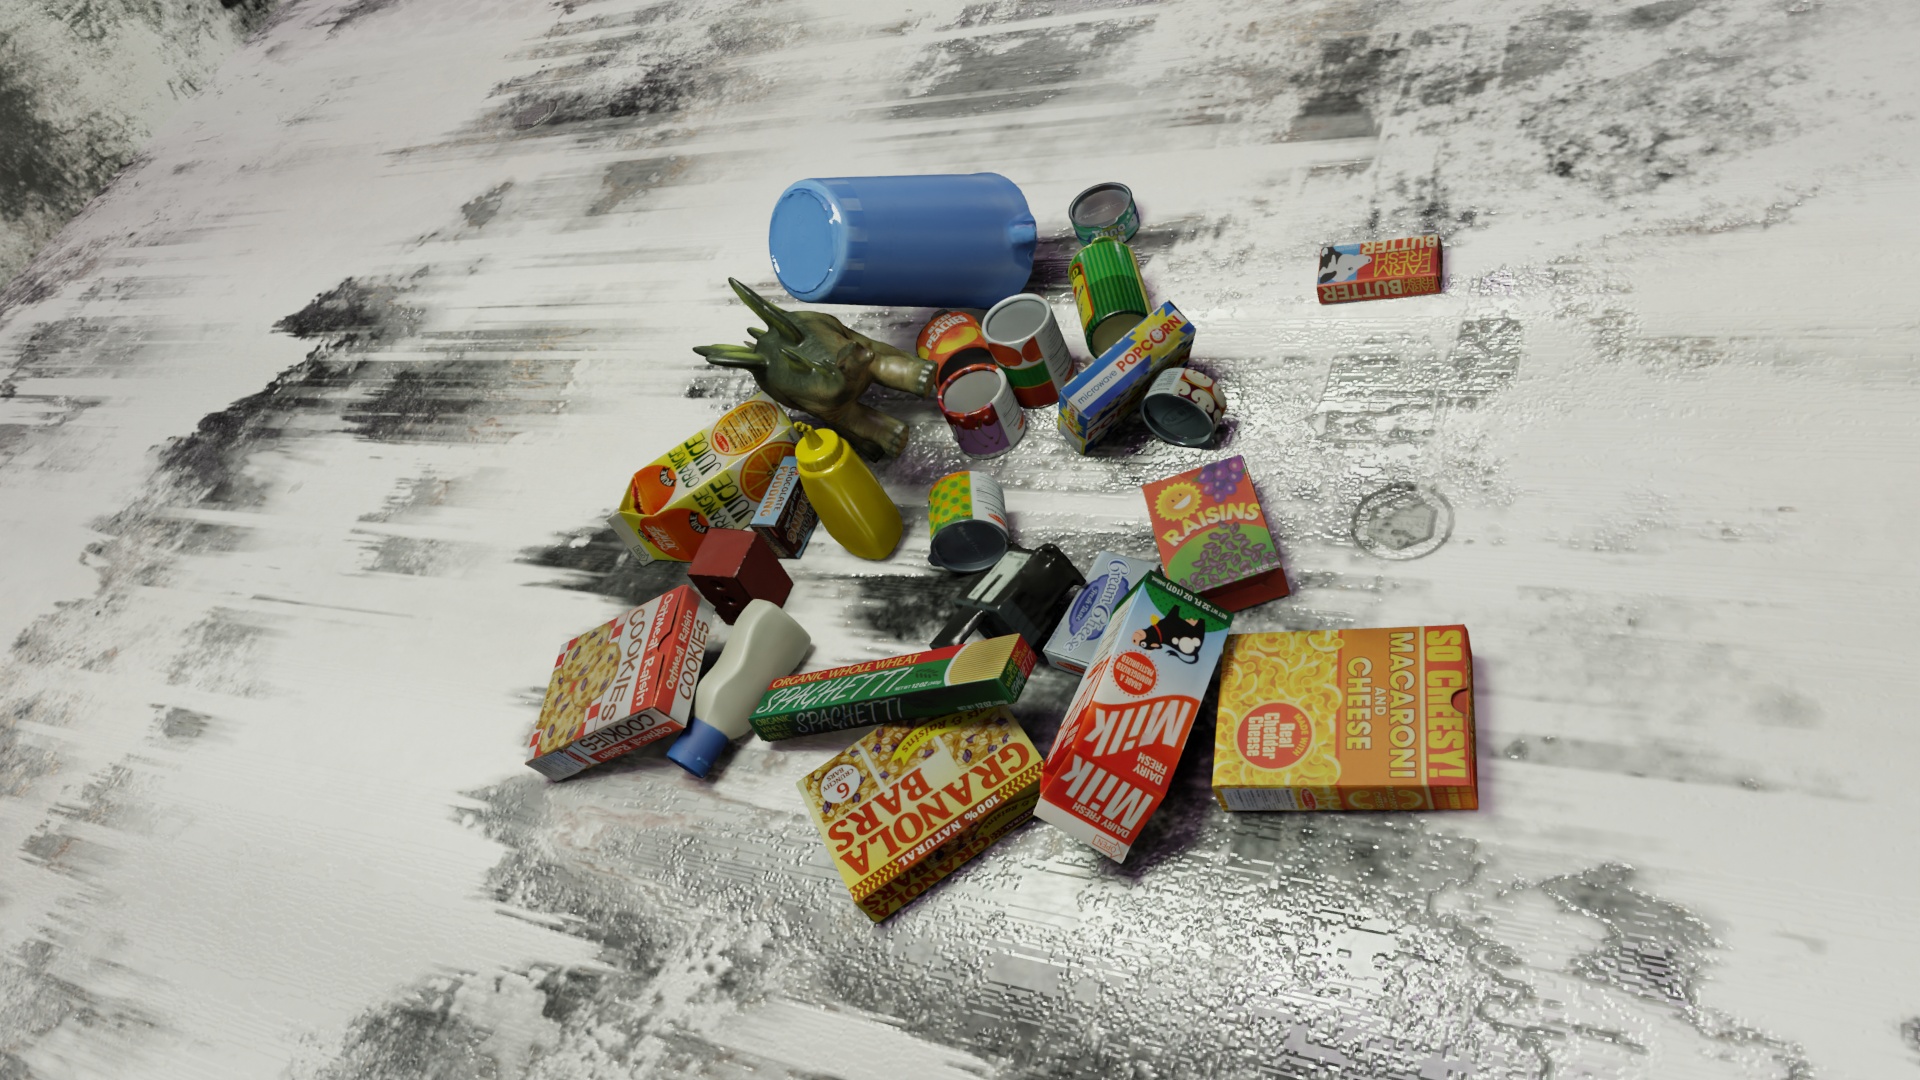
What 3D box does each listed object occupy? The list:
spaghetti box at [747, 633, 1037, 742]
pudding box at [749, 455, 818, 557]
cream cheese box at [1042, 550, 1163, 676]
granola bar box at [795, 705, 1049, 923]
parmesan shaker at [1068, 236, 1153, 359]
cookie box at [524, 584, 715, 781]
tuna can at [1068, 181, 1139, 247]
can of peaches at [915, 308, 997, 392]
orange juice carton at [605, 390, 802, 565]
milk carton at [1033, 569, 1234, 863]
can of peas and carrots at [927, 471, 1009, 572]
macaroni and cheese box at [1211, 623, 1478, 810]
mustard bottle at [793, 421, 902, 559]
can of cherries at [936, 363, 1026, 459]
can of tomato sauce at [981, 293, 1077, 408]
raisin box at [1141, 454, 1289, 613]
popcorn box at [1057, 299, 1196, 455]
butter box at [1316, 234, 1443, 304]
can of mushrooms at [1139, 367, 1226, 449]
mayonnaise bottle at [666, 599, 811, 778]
[{"bbox_3d":[-0.058,0.115,1.063,0.249,0.028,0.050,-13,30,34],"label":"spaghetti box"},{"bbox_3d":[-0.154,-0.030,1.264,0.030,0.049,0.084,2,53,30],"label":"pudding box"},{"bbox_3d":[0.112,0.058,1.080,0.053,0.024,0.104,15,60,34],"label":"cream cheese box"},{"bbox_3d":[-0.025,0.184,1.027,0.166,0.039,0.124,-33,45,-4],"label":"granola bar box"},{"bbox_3d":[0.138,-0.219,1.269,0.071,0.071,0.103,-18,47,11],"label":"parmesan shaker"},{"bbox_3d":[-0.288,0.121,1.173,0.167,0.040,0.123,-24,42,31],"label":"cookie box"},{"bbox_3d":[0.144,-0.321,1.380,0.071,0.032,0.071,-13,48,15],"label":"tuna can"},{"bbox_3d":[-0.003,-0.173,1.298,0.071,0.071,0.058,-28,47,1],"label":"can of peaches"},{"bbox_3d":[-0.235,-0.051,1.305,0.193,0.071,0.073,-34,46,-5],"label":"orange juice carton"},{"bbox_3d":[0.117,0.124,0.969,0.072,0.073,0.191,29,62,-1],"label":"milk carton"},{"bbox_3d":[0.004,-0.015,1.165,0.071,0.070,0.059,-16,47,13],"label":"can of peas and carrots"},{"bbox_3d":[0.260,0.121,0.944,0.166,0.040,0.124,-5,51,22],"label":"macaroni and cheese box"},{"bbox_3d":[-0.102,-0.048,1.178,0.065,0.159,0.049,15,59,33],"label":"mustard bottle"},{"bbox_3d":[0.017,-0.116,1.249,0.071,0.058,0.072,-13,48,15],"label":"can of cherries"},{"bbox_3d":[0.061,-0.171,1.258,0.071,0.082,0.071,-13,48,15],"label":"can of tomato sauce"},{"bbox_3d":[0.196,-0.002,1.080,0.086,0.040,0.124,-19,46,11],"label":"raisin box"},{"bbox_3d":[0.140,-0.137,1.186,0.127,0.085,0.038,-40,74,-10],"label":"popcorn box"},{"bbox_3d":[0.364,-0.235,1.207,0.103,0.024,0.053,-1,51,25],"label":"butter box"},{"bbox_3d":[0.188,-0.109,1.159,0.071,0.070,0.033,10,57,32],"label":"can of mushrooms"},{"bbox_3d":[-0.185,0.123,1.143,0.041,0.064,0.148,9,60,48],"label":"mayonnaise bottle"}]
